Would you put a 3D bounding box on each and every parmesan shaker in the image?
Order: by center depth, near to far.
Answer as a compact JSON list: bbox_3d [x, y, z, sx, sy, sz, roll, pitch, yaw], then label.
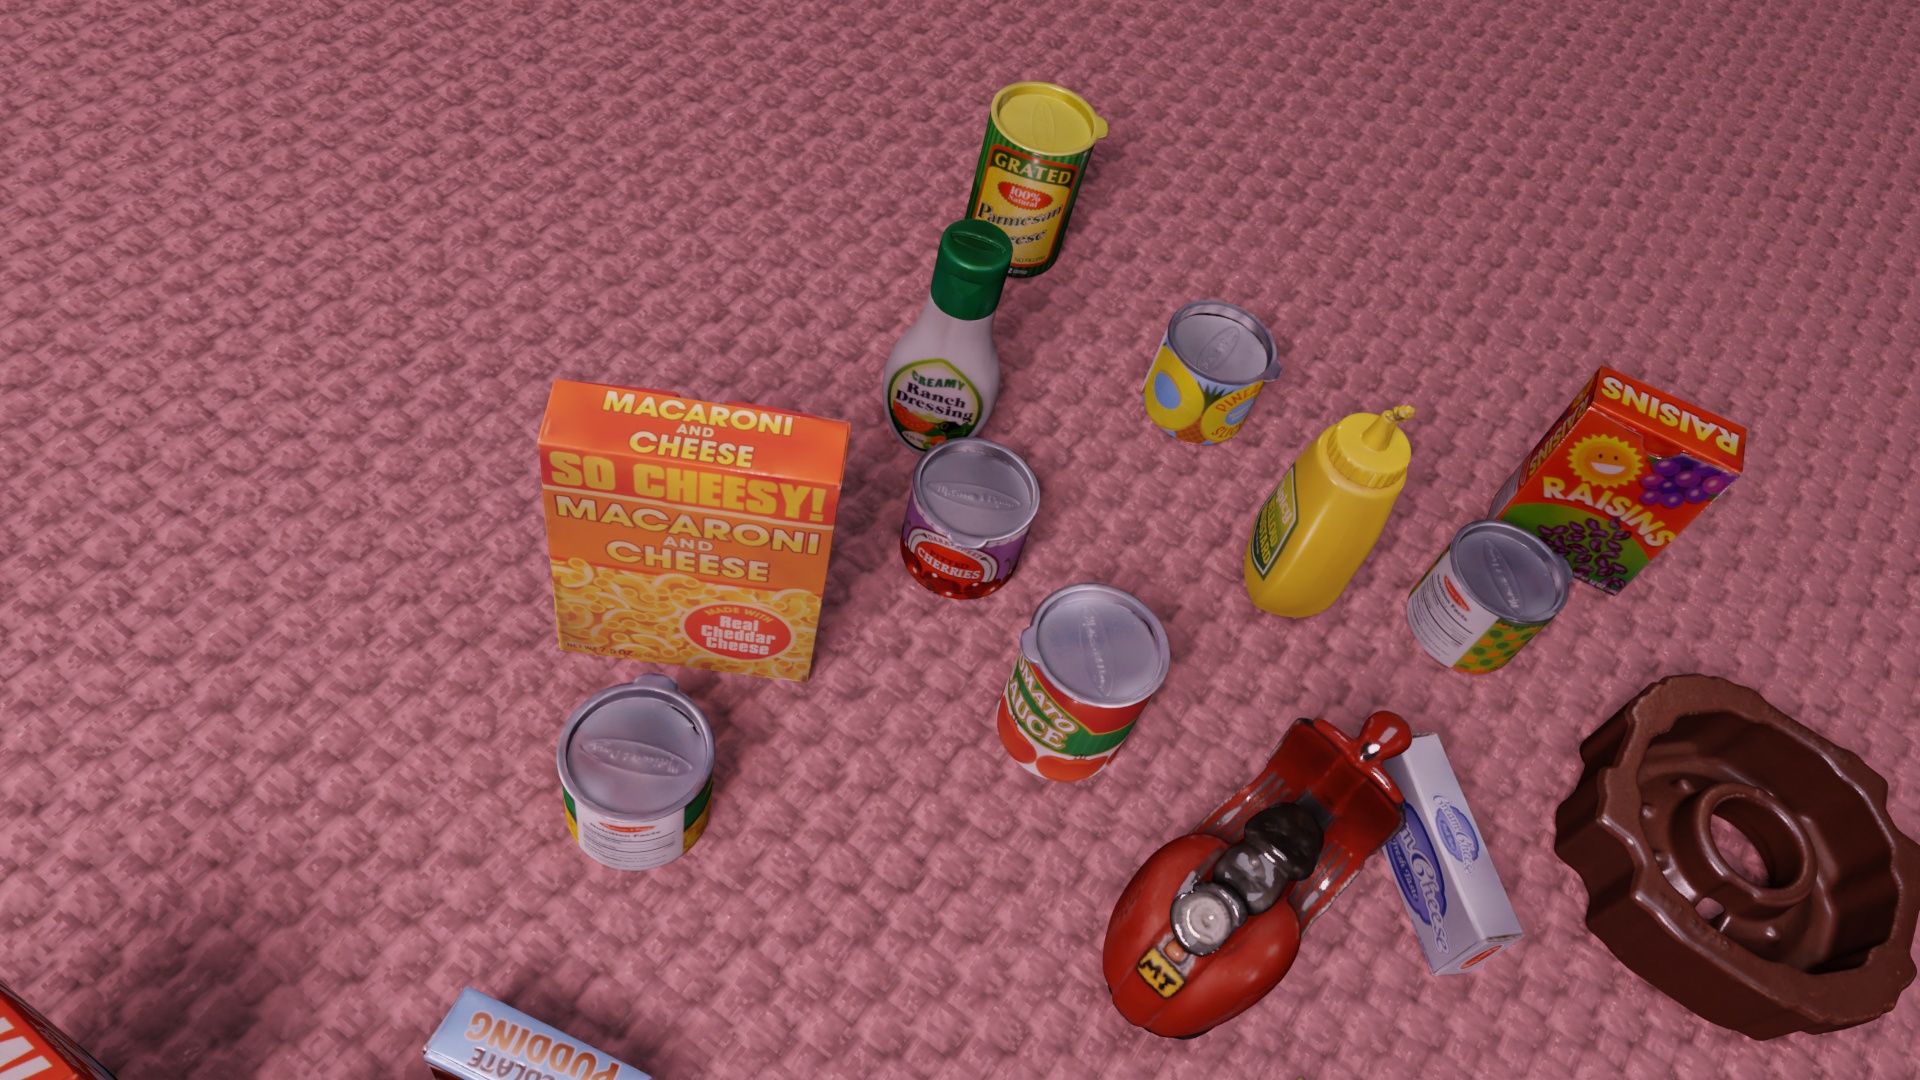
[{"bbox_3d":[0.044,-0.220,0.859,0.071,0.102,0.071,6,54,-8],"label":"parmesan shaker"}]

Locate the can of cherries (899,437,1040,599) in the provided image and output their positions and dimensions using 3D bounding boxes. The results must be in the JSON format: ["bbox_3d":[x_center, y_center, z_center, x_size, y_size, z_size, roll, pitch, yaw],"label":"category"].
[{"bbox_3d":[0.003,-0.009,0.728,0.071,0.058,0.072,6,54,-8],"label":"can of cherries"}]

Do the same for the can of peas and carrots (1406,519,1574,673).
[{"bbox_3d":[0.290,0.031,0.762,0.071,0.058,0.071,6,54,-8],"label":"can of peas and carrots"}]

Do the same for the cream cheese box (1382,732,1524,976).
[{"bbox_3d":[0.228,0.150,0.668,0.024,0.053,0.104,-4,56,-15],"label":"cream cheese box"}]

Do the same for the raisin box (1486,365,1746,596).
[{"bbox_3d":[0.365,-0.031,0.783,0.086,0.122,0.040,27,54,7],"label":"raisin box"}]

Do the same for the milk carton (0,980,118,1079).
[{"bbox_3d":[-0.315,0.188,0.438,0.072,0.189,0.074,36,56,13],"label":"milk carton"}]

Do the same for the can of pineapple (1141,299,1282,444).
[{"bbox_3d":[0.147,-0.098,0.823,0.071,0.057,0.071,6,54,-8],"label":"can of pineapple"}]

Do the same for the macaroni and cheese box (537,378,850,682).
[{"bbox_3d":[-0.121,0.001,0.628,0.124,0.165,0.040,8,54,-7],"label":"macaroni and cheese box"}]

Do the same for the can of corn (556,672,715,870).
[{"bbox_3d":[-0.143,0.103,0.617,0.071,0.058,0.071,6,54,-8],"label":"can of corn"}]

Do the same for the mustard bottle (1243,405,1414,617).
[{"bbox_3d":[0.193,-0.022,0.716,0.049,0.159,0.065,9,54,-6],"label":"mustard bottle"}]

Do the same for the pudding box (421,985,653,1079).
[{"bbox_3d":[-0.164,0.211,0.542,0.084,0.049,0.030,24,54,5],"label":"pudding box"}]

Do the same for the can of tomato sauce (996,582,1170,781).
[{"bbox_3d":[0.055,0.070,0.668,0.071,0.082,0.071,6,54,-8],"label":"can of tomato sauce"}]

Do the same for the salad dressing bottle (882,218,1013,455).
[{"bbox_3d":[-0.005,-0.105,0.740,0.064,0.146,0.044,18,54,1],"label":"salad dressing bottle"}]
